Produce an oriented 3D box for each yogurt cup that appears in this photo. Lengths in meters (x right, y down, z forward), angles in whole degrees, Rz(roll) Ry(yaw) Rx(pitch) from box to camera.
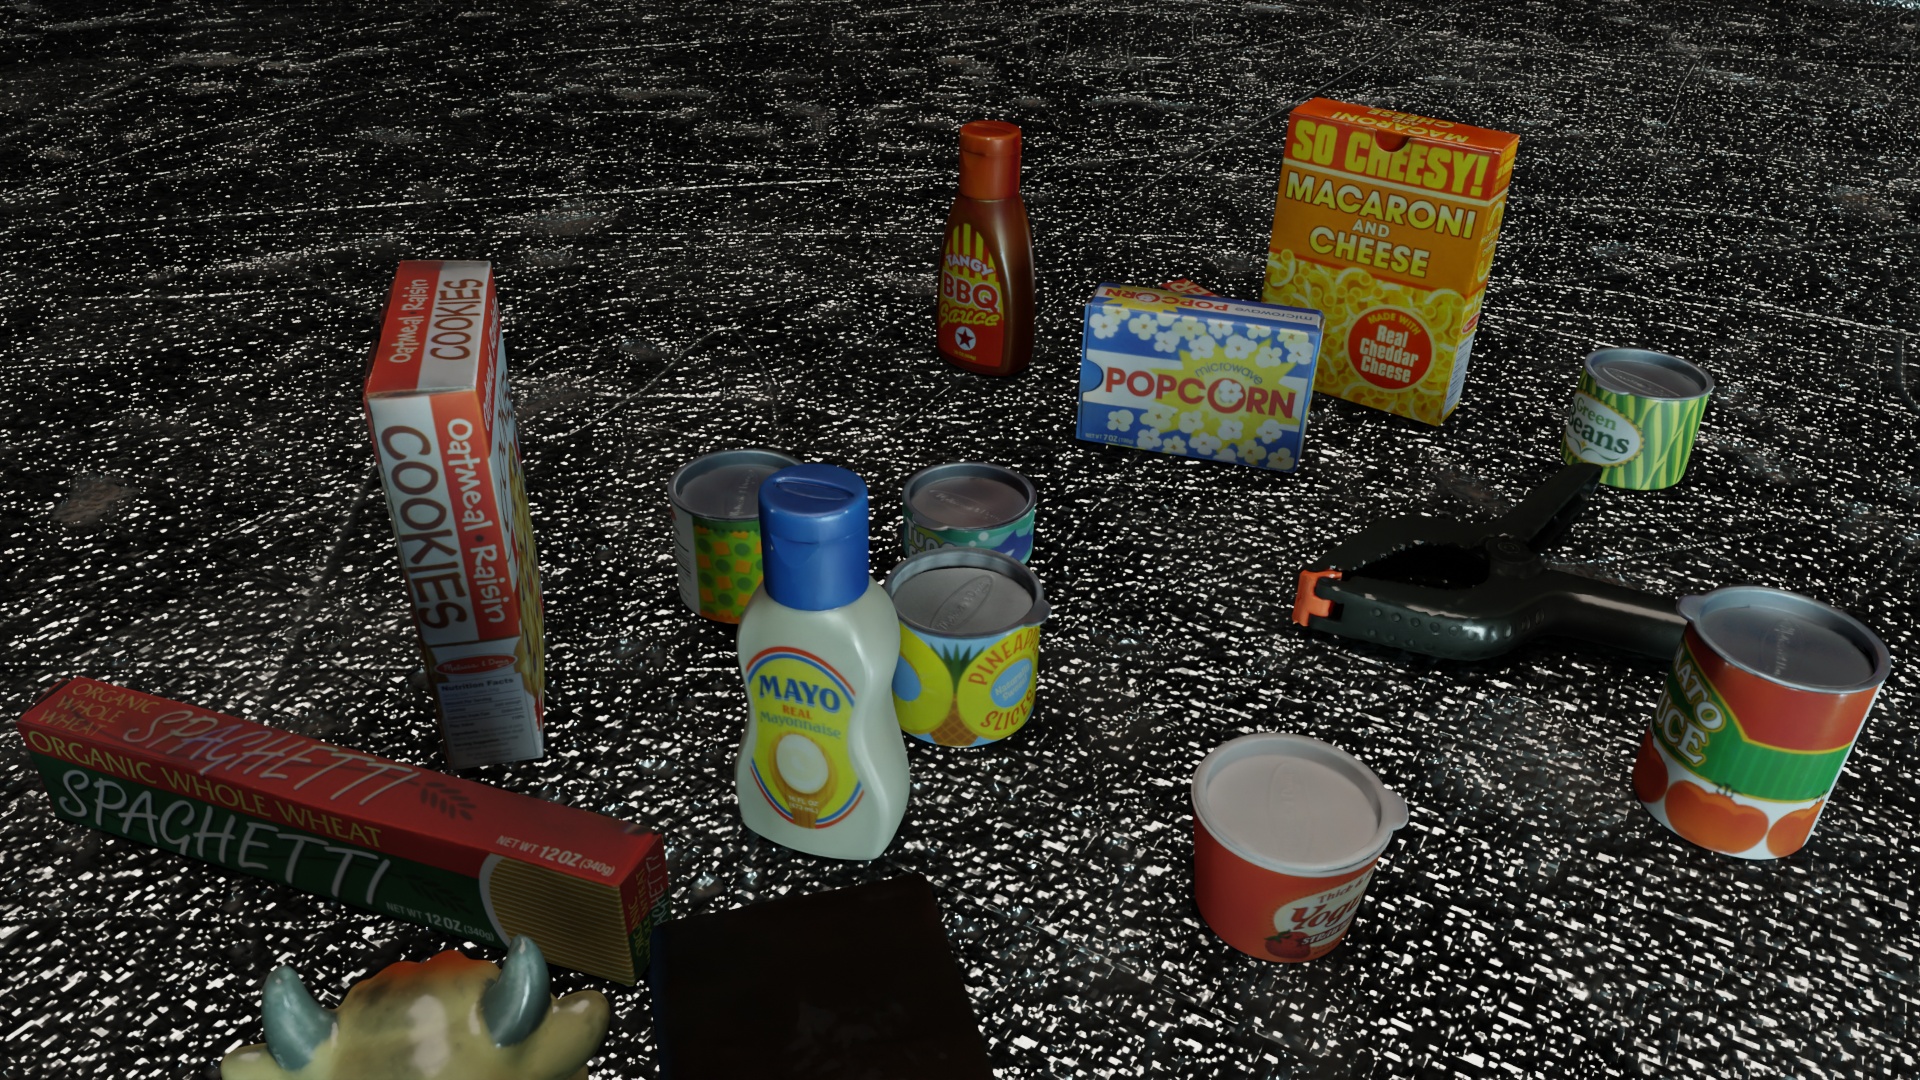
[{"bbox_3d":[0.112,0.109,0.486,0.072,0.053,0.073,1,32,-1],"label":"yogurt cup"}]

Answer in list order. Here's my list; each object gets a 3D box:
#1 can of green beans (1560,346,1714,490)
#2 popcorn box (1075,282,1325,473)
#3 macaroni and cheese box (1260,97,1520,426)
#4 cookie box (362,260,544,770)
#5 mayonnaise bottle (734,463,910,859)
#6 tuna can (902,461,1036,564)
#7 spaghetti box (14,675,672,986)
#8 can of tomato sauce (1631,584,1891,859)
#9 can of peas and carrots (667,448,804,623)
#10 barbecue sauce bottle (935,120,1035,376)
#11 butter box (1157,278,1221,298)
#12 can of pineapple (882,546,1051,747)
[{"bbox_3d":[0.375,-0.068,0.774,0.071,0.057,0.071,1,32,-1],"label":"can of green beans"},{"bbox_3d":[0.132,-0.091,0.775,0.127,0.084,0.038,10,33,13],"label":"popcorn box"},{"bbox_3d":[0.245,-0.163,0.818,0.124,0.165,0.040,21,37,28],"label":"macaroni and cheese box"},{"bbox_3d":[-0.199,-0.013,0.559,0.040,0.166,0.123,-7,33,-13],"label":"cookie box"},{"bbox_3d":[-0.050,0.045,0.492,0.065,0.147,0.041,11,33,15],"label":"mayonnaise bottle"},{"bbox_3d":[0.002,-0.009,0.687,0.071,0.032,0.071,1,32,-1],"label":"tuna can"},{"bbox_3d":[-0.221,0.099,0.490,0.250,0.050,0.029,11,33,14],"label":"spaghetti box"},{"bbox_3d":[0.300,0.069,0.530,0.071,0.082,0.071,1,32,-1],"label":"can of tomato sauce"},{"bbox_3d":[-0.098,-0.003,0.649,0.071,0.058,0.071,1,32,-1],"label":"can of peas and carrots"},{"bbox_3d":[0.016,-0.178,0.848,0.065,0.147,0.044,23,38,30],"label":"barbecue sauce bottle"},{"bbox_3d":[0.158,-0.117,0.847,0.024,0.052,0.104,-18,37,-28],"label":"butter box"},{"bbox_3d":[0.001,0.045,0.579,0.071,0.057,0.071,1,32,-1],"label":"can of pineapple"}]
